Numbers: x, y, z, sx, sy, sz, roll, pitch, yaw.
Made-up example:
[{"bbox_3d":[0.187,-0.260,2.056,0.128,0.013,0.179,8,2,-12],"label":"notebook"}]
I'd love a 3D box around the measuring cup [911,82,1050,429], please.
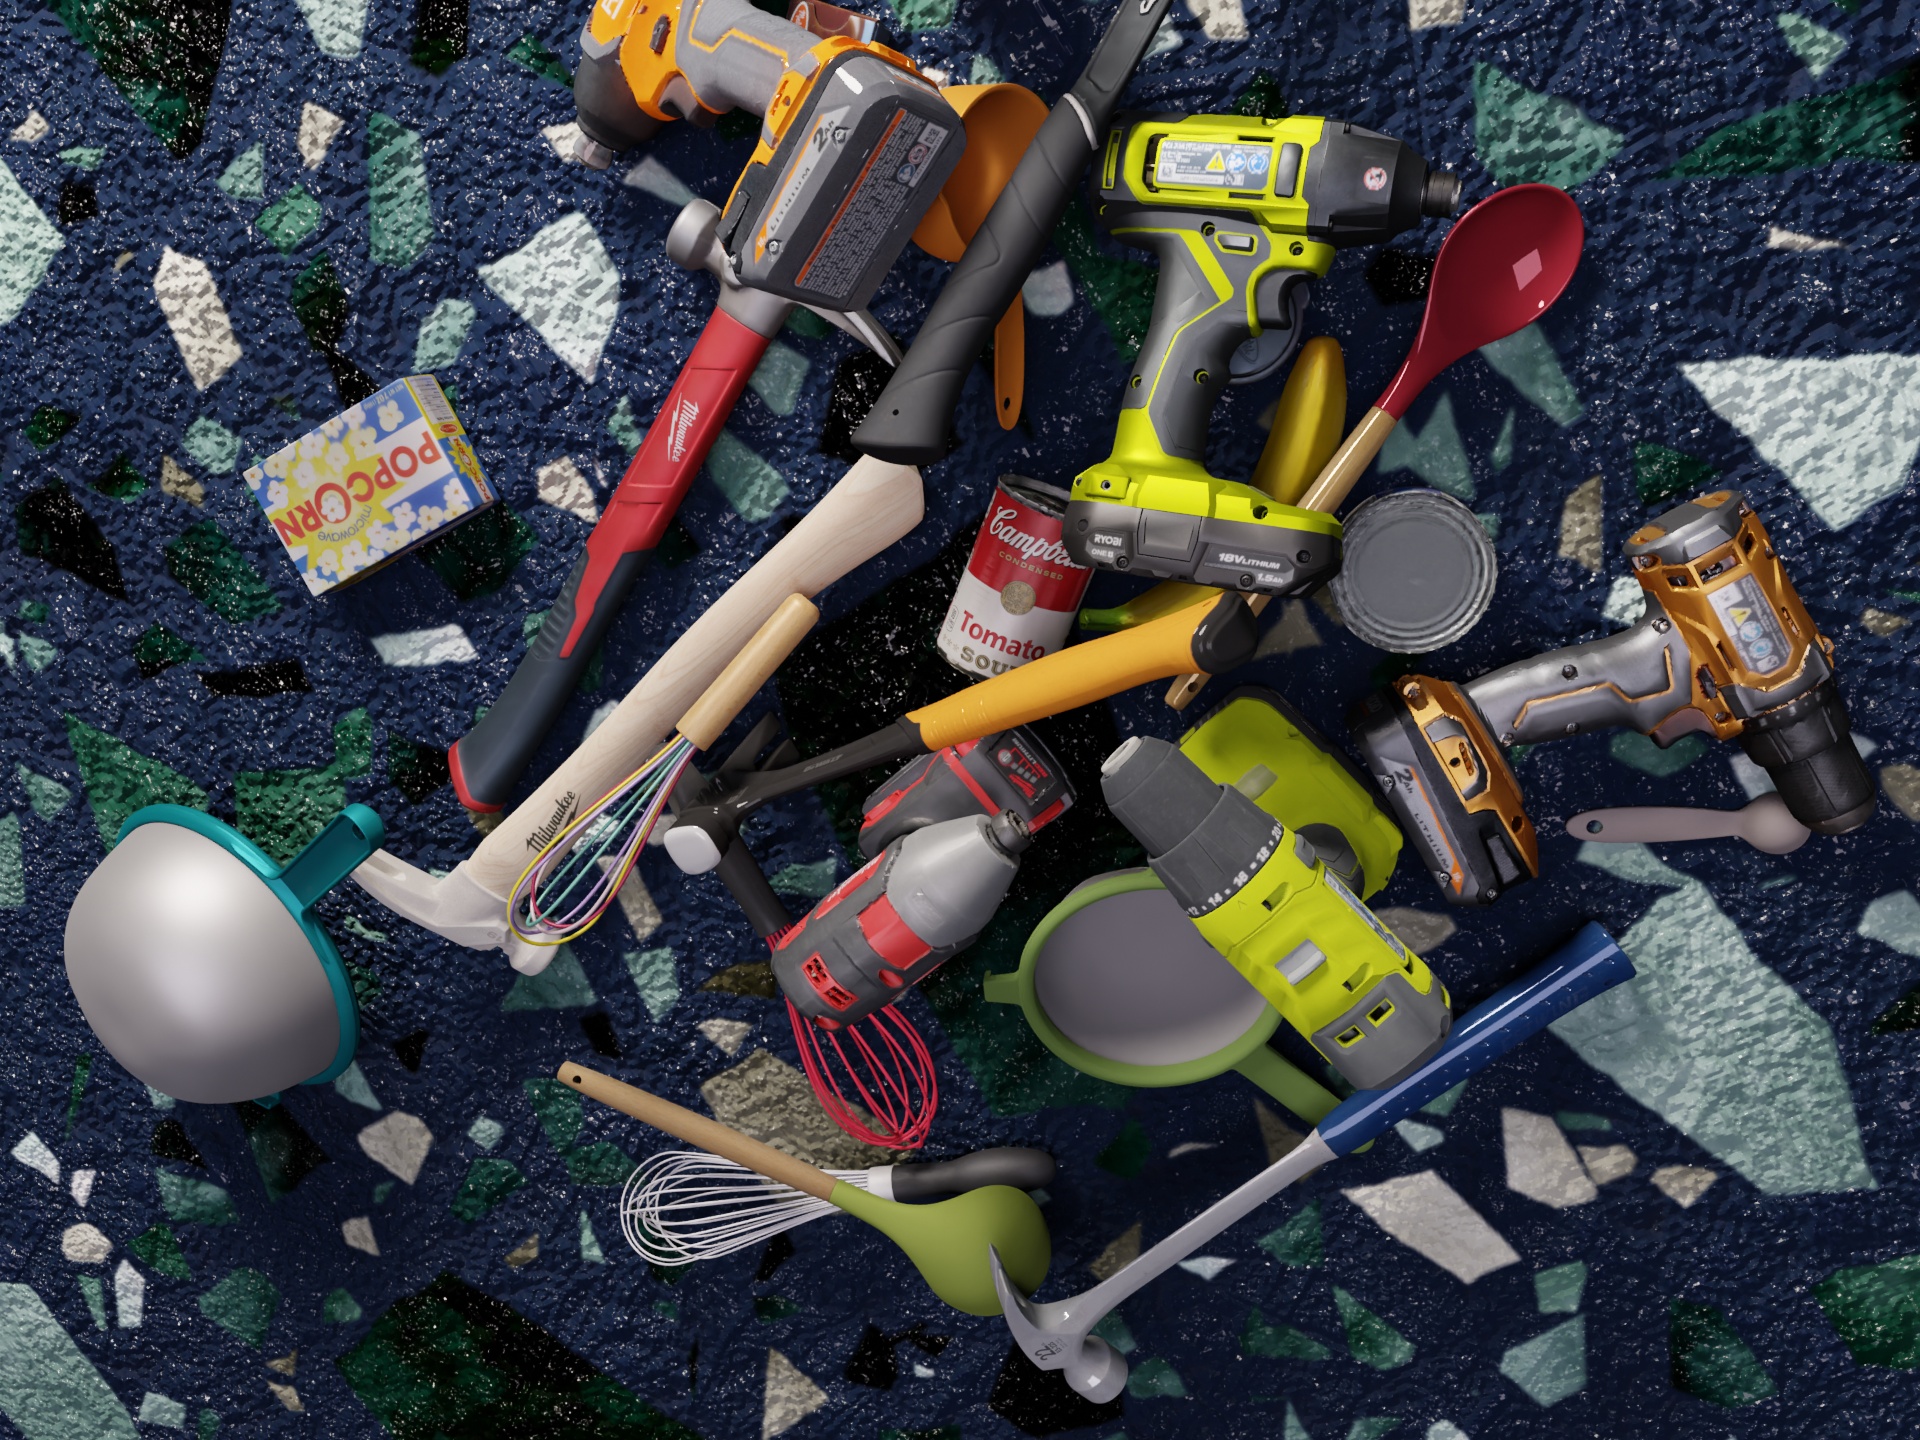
[{"bbox_3d":[0.007,-0.239,0.826,0.052,0.095,0.173,23,127,39],"label":"measuring cup"}]

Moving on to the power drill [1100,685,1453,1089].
[{"bbox_3d":[0.153,0.060,0.795,0.190,0.228,0.080,45,109,-3],"label":"power drill"}]

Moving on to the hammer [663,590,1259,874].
[{"bbox_3d":[-0.001,-0.003,0.820,0.337,0.127,0.034,-19,112,31],"label":"hammer"}]

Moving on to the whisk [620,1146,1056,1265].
[{"bbox_3d":[-0.080,0.295,1.003,0.284,0.070,0.070,-9,103,8],"label":"whisk"}]

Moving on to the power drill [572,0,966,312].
[{"bbox_3d":[-0.113,-0.303,0.791,0.164,0.084,0.227,-52,60,26],"label":"power drill"}]

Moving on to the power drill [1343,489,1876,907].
[{"bbox_3d":[0.340,0.014,0.824,0.226,0.084,0.185,-30,96,13],"label":"power drill"}]

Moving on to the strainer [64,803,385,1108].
[{"bbox_3d":[-0.444,0.139,0.947,0.340,0.095,0.211,-32,97,42],"label":"strainer"}]

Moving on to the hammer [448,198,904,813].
[{"bbox_3d":[-0.184,-0.093,0.923,0.143,0.038,0.386,33,109,-1],"label":"hammer"}]

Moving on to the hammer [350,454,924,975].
[{"bbox_3d":[-0.182,-0.014,0.921,0.410,0.038,0.146,-43,123,15],"label":"hammer"}]

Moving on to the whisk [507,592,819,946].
[{"bbox_3d":[-0.161,0.028,0.880,0.047,0.051,0.245,41,89,-5],"label":"whisk"}]

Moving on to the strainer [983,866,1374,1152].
[{"bbox_3d":[0.148,0.162,0.921,0.256,0.069,0.151,39,116,-19],"label":"strainer"}]

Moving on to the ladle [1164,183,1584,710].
[{"bbox_3d":[0.202,-0.134,0.811,0.069,0.031,0.315,33,99,-19],"label":"ladle"}]

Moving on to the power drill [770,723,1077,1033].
[{"bbox_3d":[-0.009,0.069,0.835,0.143,0.220,0.078,-39,95,19],"label":"power drill"}]

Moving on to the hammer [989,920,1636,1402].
[{"bbox_3d":[0.195,0.241,0.894,0.405,0.035,0.143,-37,125,7],"label":"hammer"}]

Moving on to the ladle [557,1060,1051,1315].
[{"bbox_3d":[-0.097,0.272,0.965,0.320,0.062,0.078,21,90,11],"label":"ladle"}]

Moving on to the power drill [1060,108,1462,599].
[{"bbox_3d":[0.138,-0.175,0.768,0.171,0.080,0.223,11,96,18],"label":"power drill"}]

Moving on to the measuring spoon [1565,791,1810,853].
[{"bbox_3d":[0.392,0.058,0.857,0.124,0.018,0.034,-2,105,13],"label":"measuring spoon"}]

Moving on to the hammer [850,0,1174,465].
[{"bbox_3d":[0.062,-0.301,0.745,0.149,0.036,0.409,32,93,22],"label":"hammer"}]

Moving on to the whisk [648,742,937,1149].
[{"bbox_3d":[-0.099,0.137,0.943,0.073,0.073,0.295,-27,104,17],"label":"whisk"}]
